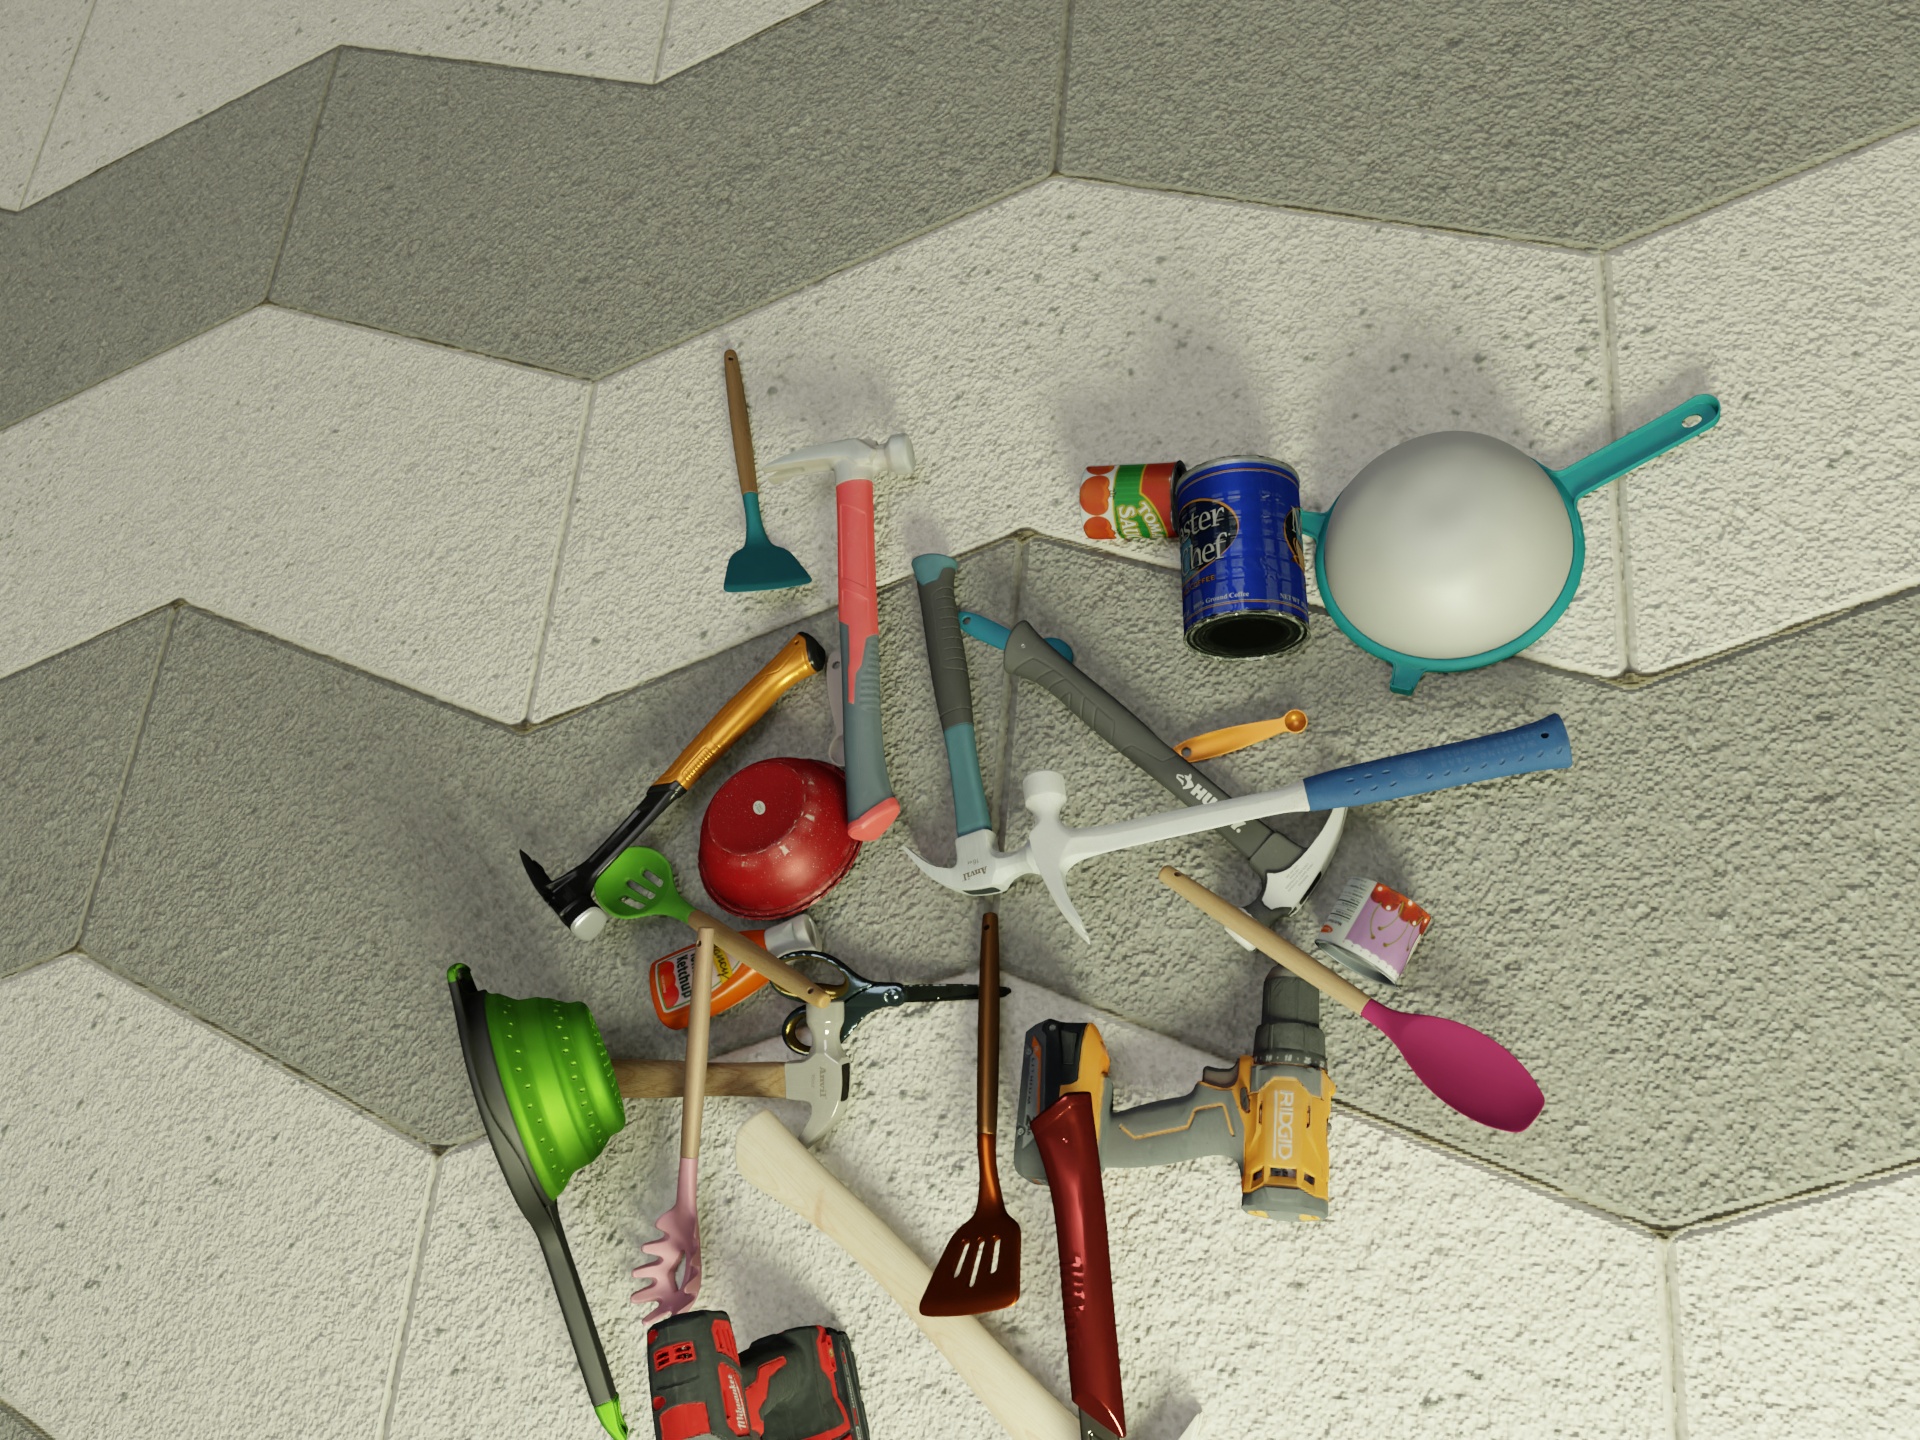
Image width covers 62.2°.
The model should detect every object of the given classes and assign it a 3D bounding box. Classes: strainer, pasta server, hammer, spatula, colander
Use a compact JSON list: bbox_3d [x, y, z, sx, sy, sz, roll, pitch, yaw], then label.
[{"bbox_3d":[0.438,-0.181,1.252,0.340,0.095,0.211,-29,61,9],"label":"strainer"},{"bbox_3d":[-0.223,0.326,1.286,0.060,0.040,0.316,1,85,35],"label":"pasta server"},{"bbox_3d":[0.161,0.025,1.293,0.146,0.035,0.335,-47,65,-3],"label":"hammer"},{"bbox_3d":[-0.207,-0.247,1.556,0.082,0.044,0.318,-7,62,-9],"label":"spatula"},{"bbox_3d":[-0.253,0.044,1.441,0.337,0.034,0.127,-46,46,-9],"label":"hammer"},{"bbox_3d":[0.017,0.291,1.216,0.081,0.041,0.323,-16,53,25],"label":"spatula"},{"bbox_3d":[-0.013,0.430,1.182,0.411,0.038,0.146,39,84,24],"label":"hammer"},{"bbox_3d":[-0.105,-0.078,1.417,0.143,0.038,0.387,-8,66,12],"label":"hammer"},{"bbox_3d":[0.252,0.064,1.202,0.405,0.035,0.144,-13,55,9],"label":"hammer"},{"bbox_3d":[-0.301,0.369,1.274,0.094,0.204,0.397,-19,85,-12],"label":"colander"},{"bbox_3d":[0.101,0.439,1.091,0.149,0.036,0.359,-5,78,4],"label":"hammer"},{"bbox_3d":[-0.242,0.303,1.335,0.331,0.031,0.130,-6,83,23],"label":"hammer"},{"bbox_3d":[-0.002,-0.004,1.373,0.128,0.033,0.331,-22,60,23],"label":"hammer"}]

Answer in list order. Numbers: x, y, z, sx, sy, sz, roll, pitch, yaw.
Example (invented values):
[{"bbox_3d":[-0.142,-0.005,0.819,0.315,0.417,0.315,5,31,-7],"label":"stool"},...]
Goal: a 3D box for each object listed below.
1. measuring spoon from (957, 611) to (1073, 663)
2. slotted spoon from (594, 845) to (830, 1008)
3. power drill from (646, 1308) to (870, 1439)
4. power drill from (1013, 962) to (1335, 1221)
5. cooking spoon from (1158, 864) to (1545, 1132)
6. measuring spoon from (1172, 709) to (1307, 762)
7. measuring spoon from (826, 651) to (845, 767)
[{"bbox_3d":[0.041,-0.072,1.399,0.129,0.021,0.042,27,80,30],"label":"measuring spoon"},{"bbox_3d":[-0.212,0.178,1.347,0.314,0.031,0.070,22,66,43],"label":"slotted spoon"},{"bbox_3d":[-0.143,0.495,1.120,0.078,0.219,0.143,-21,63,12],"label":"power drill"},{"bbox_3d":[0.163,0.268,1.182,0.226,0.084,0.185,0,66,17],"label":"power drill"},{"bbox_3d":[0.272,0.193,1.153,0.319,0.017,0.069,34,53,29],"label":"cooking spoon"},{"bbox_3d":[0.227,0.015,1.301,0.117,0.011,0.021,-17,76,17],"label":"measuring spoon"},{"bbox_3d":[-0.105,-0.009,1.437,0.034,0.018,0.124,-18,57,13],"label":"measuring spoon"}]
